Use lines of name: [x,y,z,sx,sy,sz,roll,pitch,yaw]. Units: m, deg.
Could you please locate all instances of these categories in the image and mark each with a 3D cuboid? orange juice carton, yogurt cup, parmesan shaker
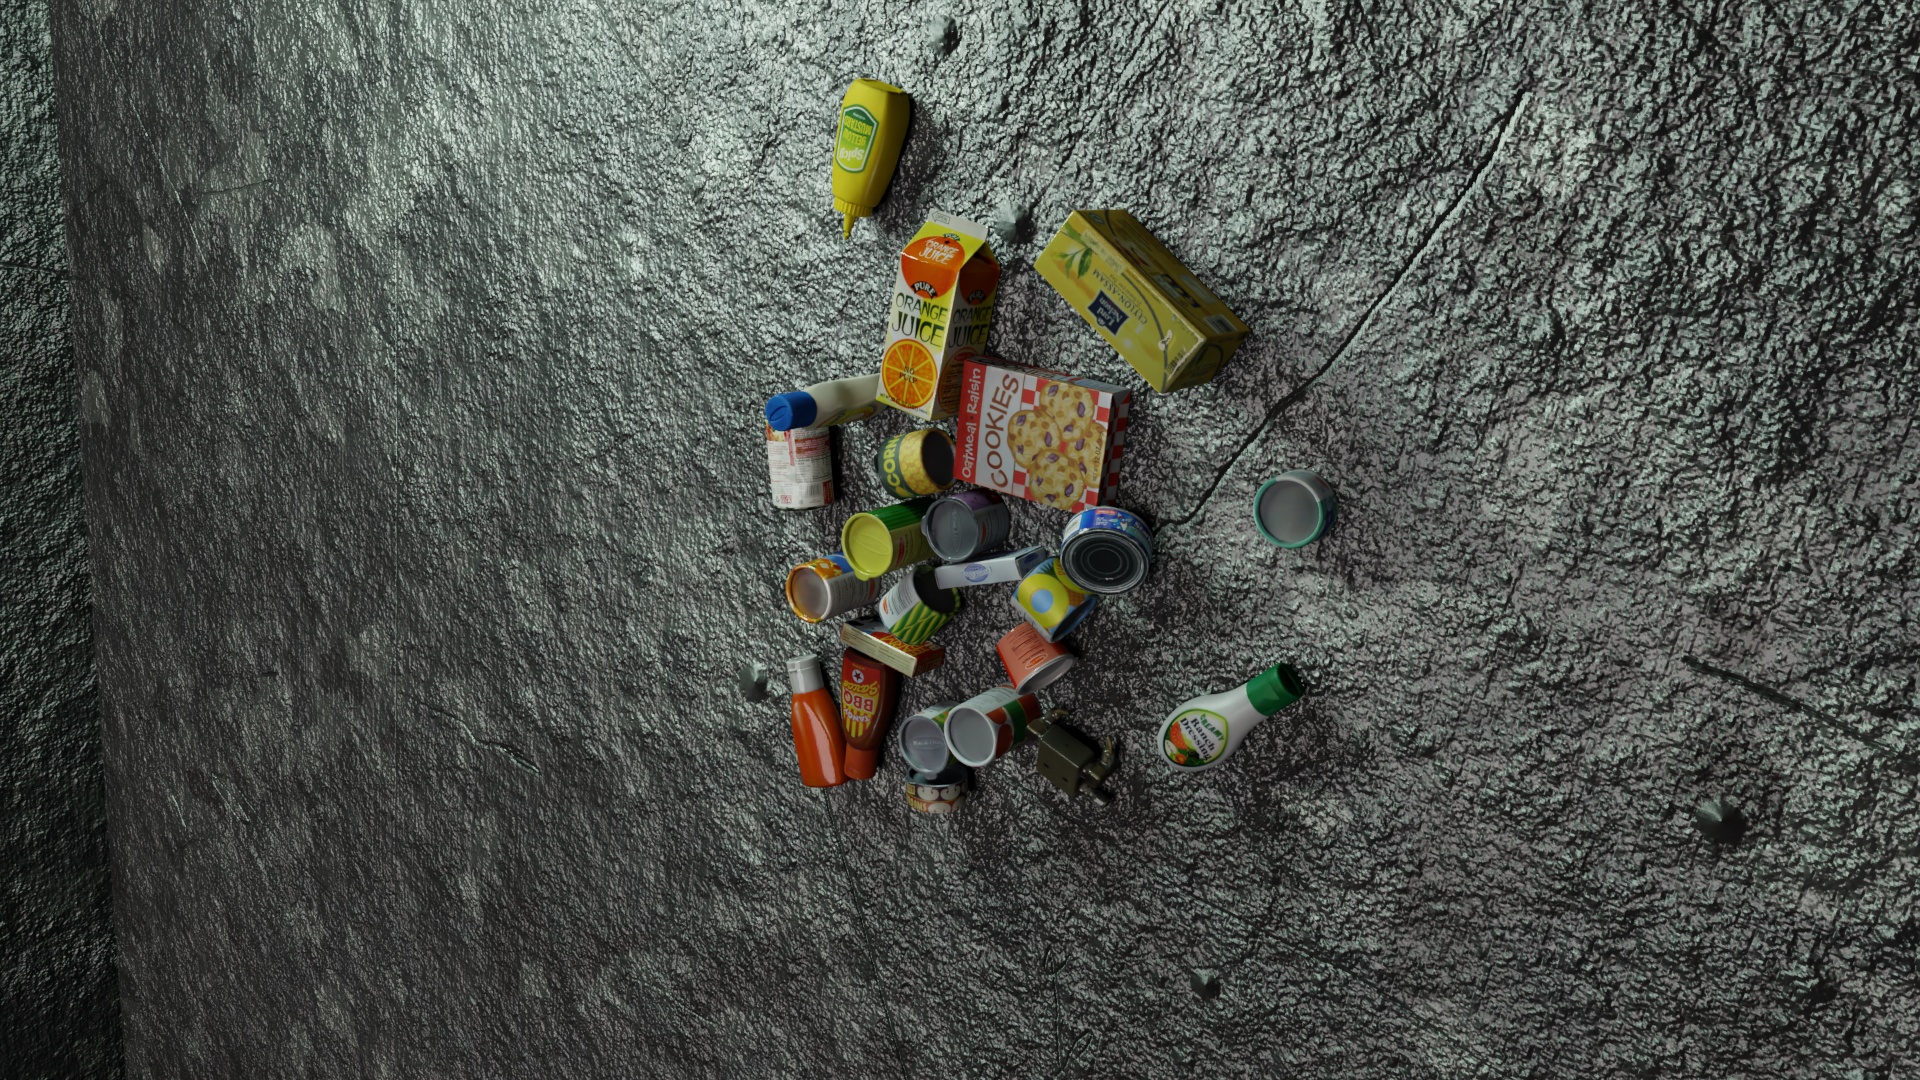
orange juice carton: [-0.019,-0.221,1.357,0.072,0.073,0.191,24,114,30]
yogurt cup: [0.072,0.114,1.380,0.072,0.072,0.054,-47,65,34]
parmesan shaker: [-0.064,-0.002,1.424,0.071,0.103,0.071,9,106,34]

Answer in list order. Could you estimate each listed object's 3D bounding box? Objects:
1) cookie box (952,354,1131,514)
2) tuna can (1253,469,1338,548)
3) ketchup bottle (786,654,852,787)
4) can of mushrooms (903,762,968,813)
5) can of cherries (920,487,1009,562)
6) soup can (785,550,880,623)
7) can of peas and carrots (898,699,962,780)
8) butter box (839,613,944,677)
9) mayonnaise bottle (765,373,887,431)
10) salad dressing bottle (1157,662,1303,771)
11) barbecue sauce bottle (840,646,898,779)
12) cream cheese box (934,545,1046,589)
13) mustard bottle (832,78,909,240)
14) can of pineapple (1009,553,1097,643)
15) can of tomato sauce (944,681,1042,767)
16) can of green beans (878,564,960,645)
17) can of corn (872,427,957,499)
cookie box: [0.074,-0.102,1.339,0.167,0.040,0.122,18,112,31]
tuna can: [0.289,-0.025,1.206,0.071,0.033,0.071,9,106,34]
ketchup bottle: [-0.165,0.206,1.586,0.064,0.044,0.148,-9,96,36]
can of mushrooms: [-0.027,0.262,1.482,0.071,0.071,0.033,12,110,33]
can of cherries: [0.005,-0.018,1.399,0.071,0.058,0.071,10,108,34]
soup can: [-0.140,0.048,1.504,0.071,0.084,0.071,10,107,34]
can of peas and carrots: [-0.022,0.211,1.473,0.071,0.059,0.070,10,108,34]
butter box: [-0.073,0.112,1.491,0.103,0.053,0.024,24,112,29]
mayonnaise bottle: [-0.135,-0.138,1.414,0.064,0.148,0.041,-30,83,37]
salad dressing bottle: [0.247,0.161,1.275,0.147,0.044,0.064,-40,79,35]
barbecue sauce bottle: [-0.104,0.191,1.538,0.065,0.044,0.148,18,112,31]
cream cheese box: [0.031,0.027,1.394,0.103,0.053,0.024,-8,99,37]
mustard bottle: [-0.097,-0.377,1.391,0.065,0.049,0.159,29,117,29]
can of pineapple: [0.091,0.056,1.350,0.058,0.071,0.070,46,123,18]
can of tomato sauce: [0.034,0.188,1.412,0.071,0.083,0.071,9,106,34]
can of green beans: [-0.042,0.067,1.448,0.057,0.071,0.071,-43,75,34]
can of corn: [-0.044,-0.079,1.412,0.058,0.071,0.071,-11,95,36]
